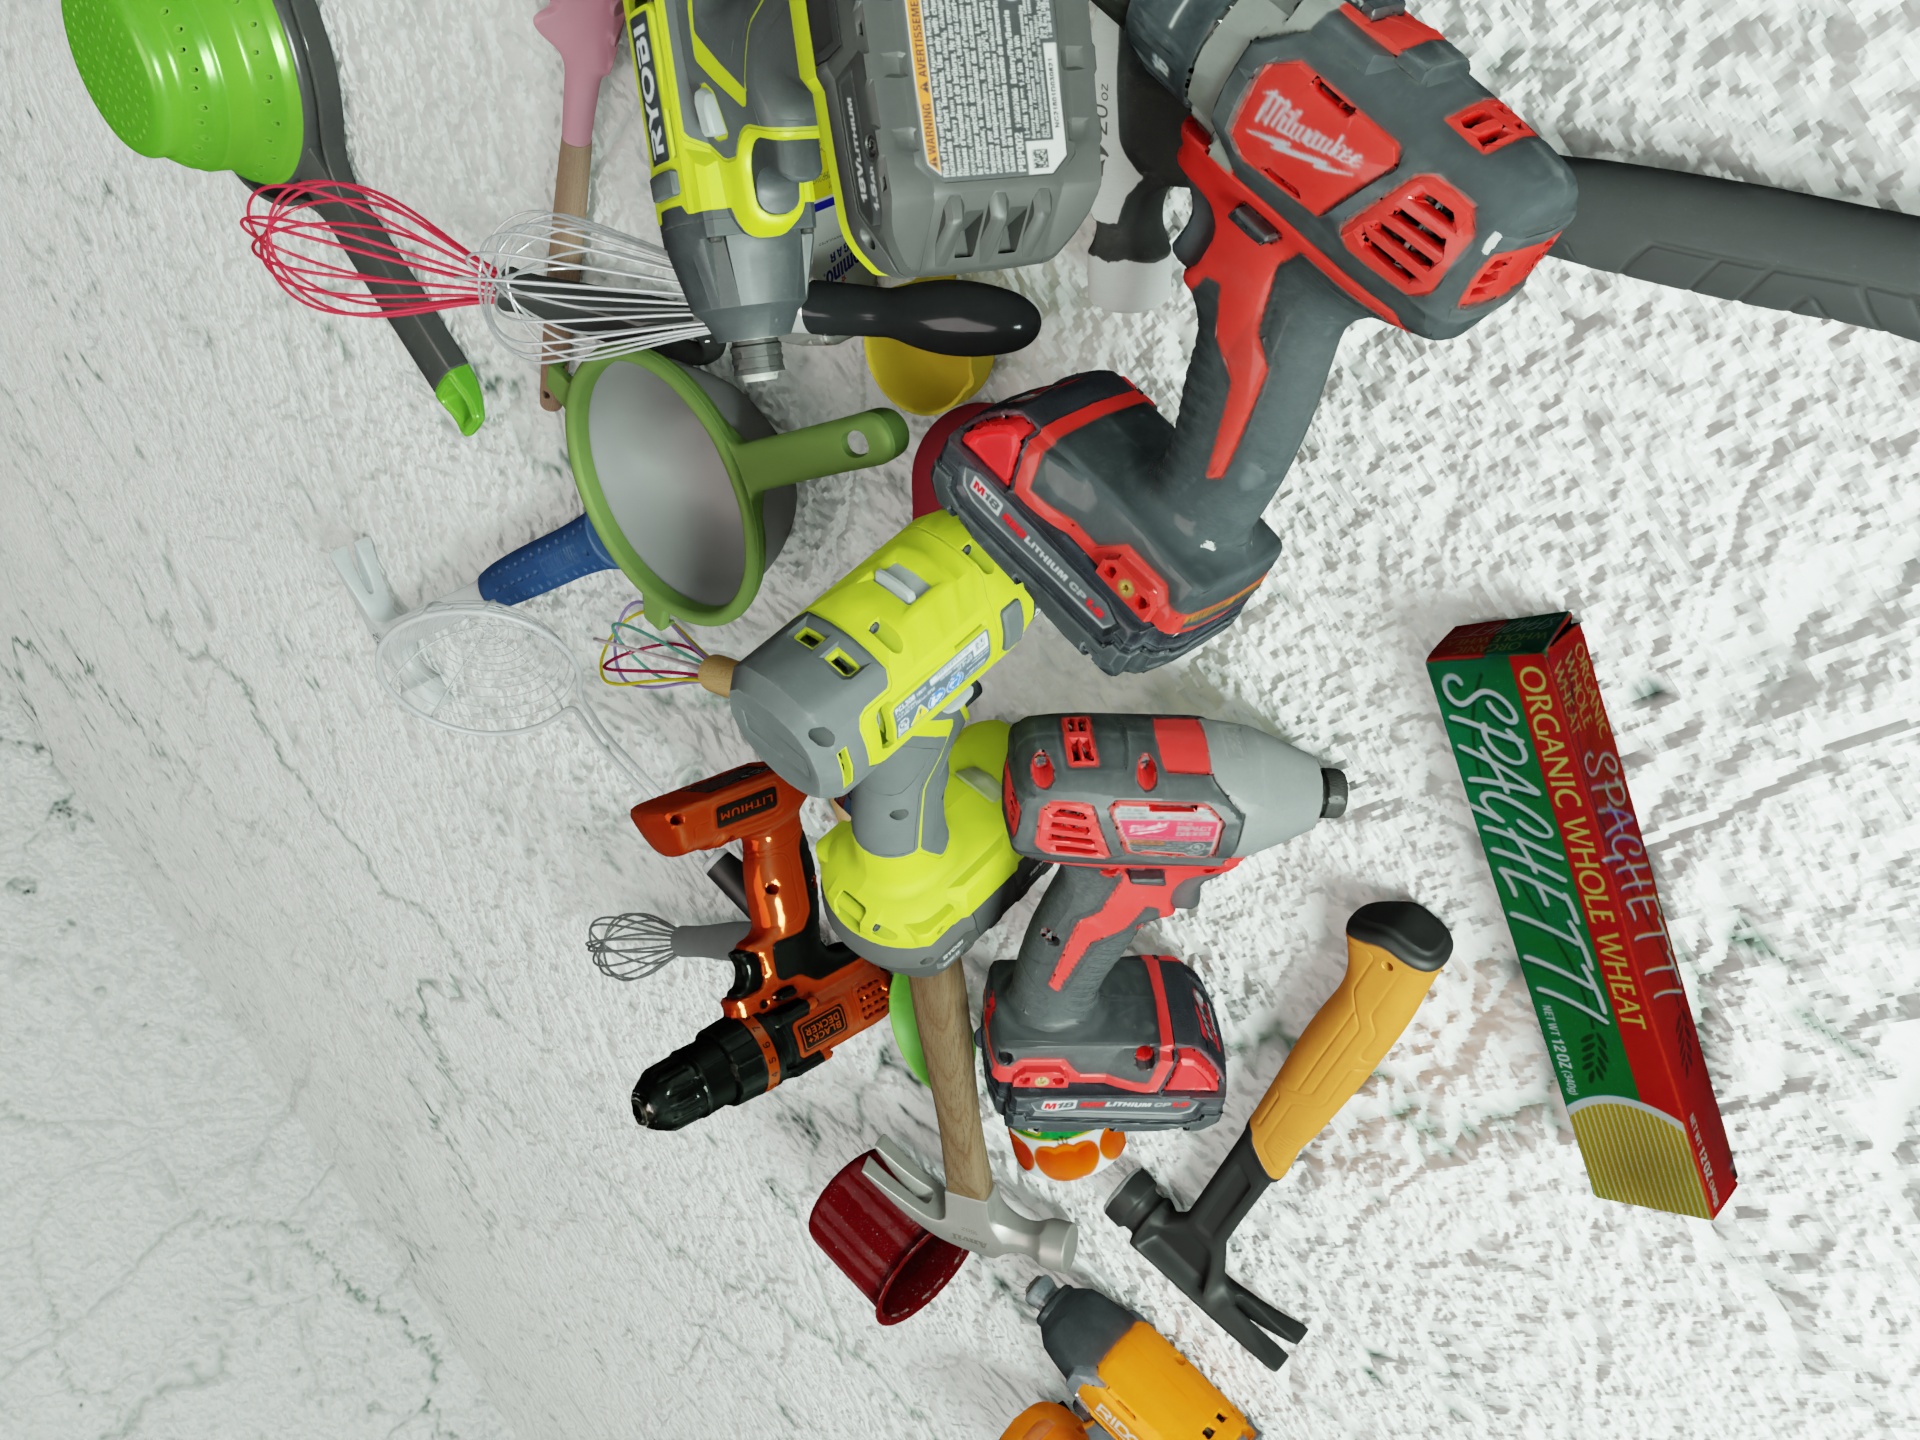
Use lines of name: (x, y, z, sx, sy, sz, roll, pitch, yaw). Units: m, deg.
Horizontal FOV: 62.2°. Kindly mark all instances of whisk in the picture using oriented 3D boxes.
whisk: (-0.197, 0.161, 1.139, 0.239, 0.055, 0.055, -9, 110, 46)
whisk: (-0.256, -0.233, 0.844, 0.296, 0.073, 0.073, 17, 132, 15)
whisk: (-0.097, -0.181, 0.684, 0.285, 0.070, 0.070, 11, 127, 23)
whisk: (-0.152, -0.027, 0.915, 0.245, 0.047, 0.051, 17, 136, 53)

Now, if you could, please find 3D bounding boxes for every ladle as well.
ladle: (-0.041, -0.055, 0.815, 0.069, 0.031, 0.315, 50, 145, 5)

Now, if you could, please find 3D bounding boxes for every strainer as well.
strainer: (-0.097, -0.130, 0.782, 0.256, 0.069, 0.151, -2, 114, 48)

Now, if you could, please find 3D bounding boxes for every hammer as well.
hammer: (0.174, -0.163, 0.482, 0.335, 0.035, 0.146, 26, 135, 33)
hammer: (-0.009, 0.190, 0.917, 0.130, 0.031, 0.331, 7, 125, 23)
hammer: (0.164, 0.203, 0.776, 0.127, 0.034, 0.336, 40, 141, 21)
hammer: (-0.333, -0.093, 1.101, 0.405, 0.035, 0.144, -11, 109, 51)

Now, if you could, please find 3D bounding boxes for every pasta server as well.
pasta server: (-0.204, -0.273, 0.818, 0.060, 0.040, 0.316, 32, 141, 6)

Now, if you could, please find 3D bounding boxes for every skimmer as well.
skimmer: (-0.217, 0.061, 1.021, 0.363, 0.090, 0.127, 45, 131, 3)

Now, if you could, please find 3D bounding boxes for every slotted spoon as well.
slotted spoon: (-0.048, 0.086, 0.913, 0.070, 0.031, 0.313, 9, 127, 42)

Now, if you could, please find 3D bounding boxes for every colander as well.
colander: (-0.431, -0.338, 0.971, 0.204, 0.094, 0.397, -26, 97, 53)

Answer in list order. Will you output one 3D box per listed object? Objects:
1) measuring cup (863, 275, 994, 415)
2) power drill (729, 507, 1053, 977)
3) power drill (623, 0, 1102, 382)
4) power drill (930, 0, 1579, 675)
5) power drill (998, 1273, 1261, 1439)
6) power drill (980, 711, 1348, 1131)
measuring cup: (0.002, -0.201, 0.661, 0.062, 0.029, 0.156, 34, 127, 20)
power drill: (-0.001, -0.002, 0.703, 0.080, 0.190, 0.228, 36, 154, 26)
power drill: (-0.048, -0.206, 0.542, 0.223, 0.080, 0.171, 16, 117, 59)
power drill: (0.068, -0.145, 0.525, 0.188, 0.080, 0.226, 48, 141, 16)
power drill: (0.086, 0.458, 1.026, 0.164, 0.084, 0.226, 39, 137, 22)
power drill: (0.083, 0.089, 0.710, 0.079, 0.143, 0.219, -96, 9, -49)
